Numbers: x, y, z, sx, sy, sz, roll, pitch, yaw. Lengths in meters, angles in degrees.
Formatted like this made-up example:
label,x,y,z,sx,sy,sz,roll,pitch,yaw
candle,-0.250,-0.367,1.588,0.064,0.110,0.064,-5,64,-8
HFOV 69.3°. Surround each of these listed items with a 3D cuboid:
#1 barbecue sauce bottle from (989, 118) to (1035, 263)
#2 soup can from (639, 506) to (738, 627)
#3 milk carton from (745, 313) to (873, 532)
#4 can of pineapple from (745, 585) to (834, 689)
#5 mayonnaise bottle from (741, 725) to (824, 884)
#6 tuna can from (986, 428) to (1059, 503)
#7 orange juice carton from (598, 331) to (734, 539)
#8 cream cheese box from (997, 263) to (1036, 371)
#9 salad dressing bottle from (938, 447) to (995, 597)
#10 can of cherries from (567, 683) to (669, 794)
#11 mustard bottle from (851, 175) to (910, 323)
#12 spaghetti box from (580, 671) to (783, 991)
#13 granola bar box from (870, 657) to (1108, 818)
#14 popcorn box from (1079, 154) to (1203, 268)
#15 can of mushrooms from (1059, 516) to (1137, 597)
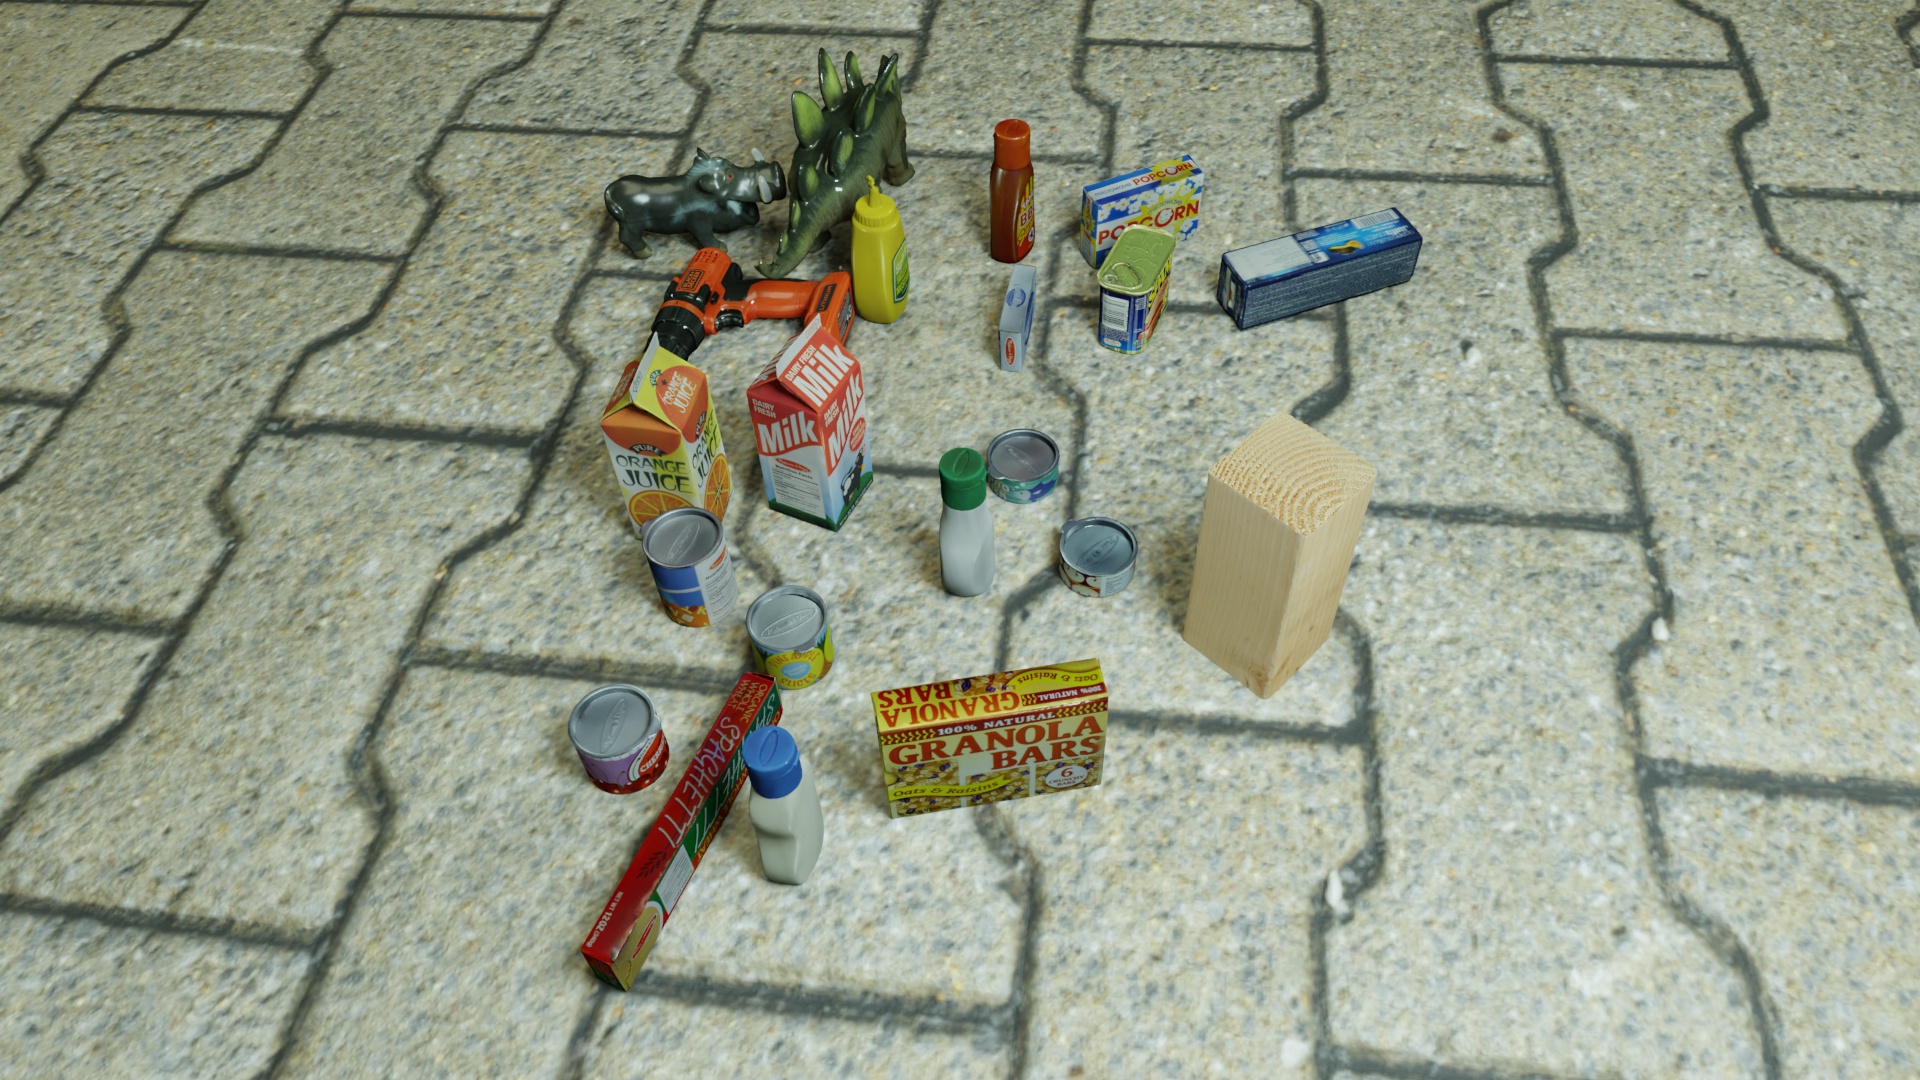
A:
label,x,y,z,sx,sy,sz,roll,pitch,yaw
barbecue sauce bottle,0.053,-0.362,1.433,0.044,0.147,0.065,16,53,16
soup can,-0.227,0.022,1.164,0.071,0.083,0.072,-1,50,2
milk carton,-0.129,-0.102,1.195,0.073,0.189,0.073,19,53,18
can of pineapple,-0.137,0.081,1.127,0.071,0.057,0.071,-1,50,2
mayonnaise bottle,-0.125,0.184,0.980,0.041,0.147,0.065,8,51,9
tuna can,0.055,-0.066,1.259,0.071,0.032,0.071,-1,50,2
orange juice carton,-0.251,-0.084,1.183,0.073,0.191,0.072,7,51,8
cream cheese box,0.057,-0.221,1.376,0.024,0.053,0.104,7,50,8
salad dressing bottle,0.004,-0.014,1.143,0.044,0.146,0.064,13,52,13
can of cherries,-0.260,0.154,1.070,0.071,0.058,0.072,-1,50,2
mustard bottle,-0.081,-0.290,1.371,0.049,0.159,0.066,12,52,12
spaghetti box,-0.199,0.207,1.028,0.029,0.050,0.251,16,52,15
granola bar box,0.023,0.147,1.021,0.166,0.123,0.039,-8,50,-5
popcorn box,0.188,-0.343,1.453,0.127,0.084,0.038,-20,52,-14
can of mushrooms,0.116,0.013,1.189,0.071,0.033,0.071,-1,50,2
